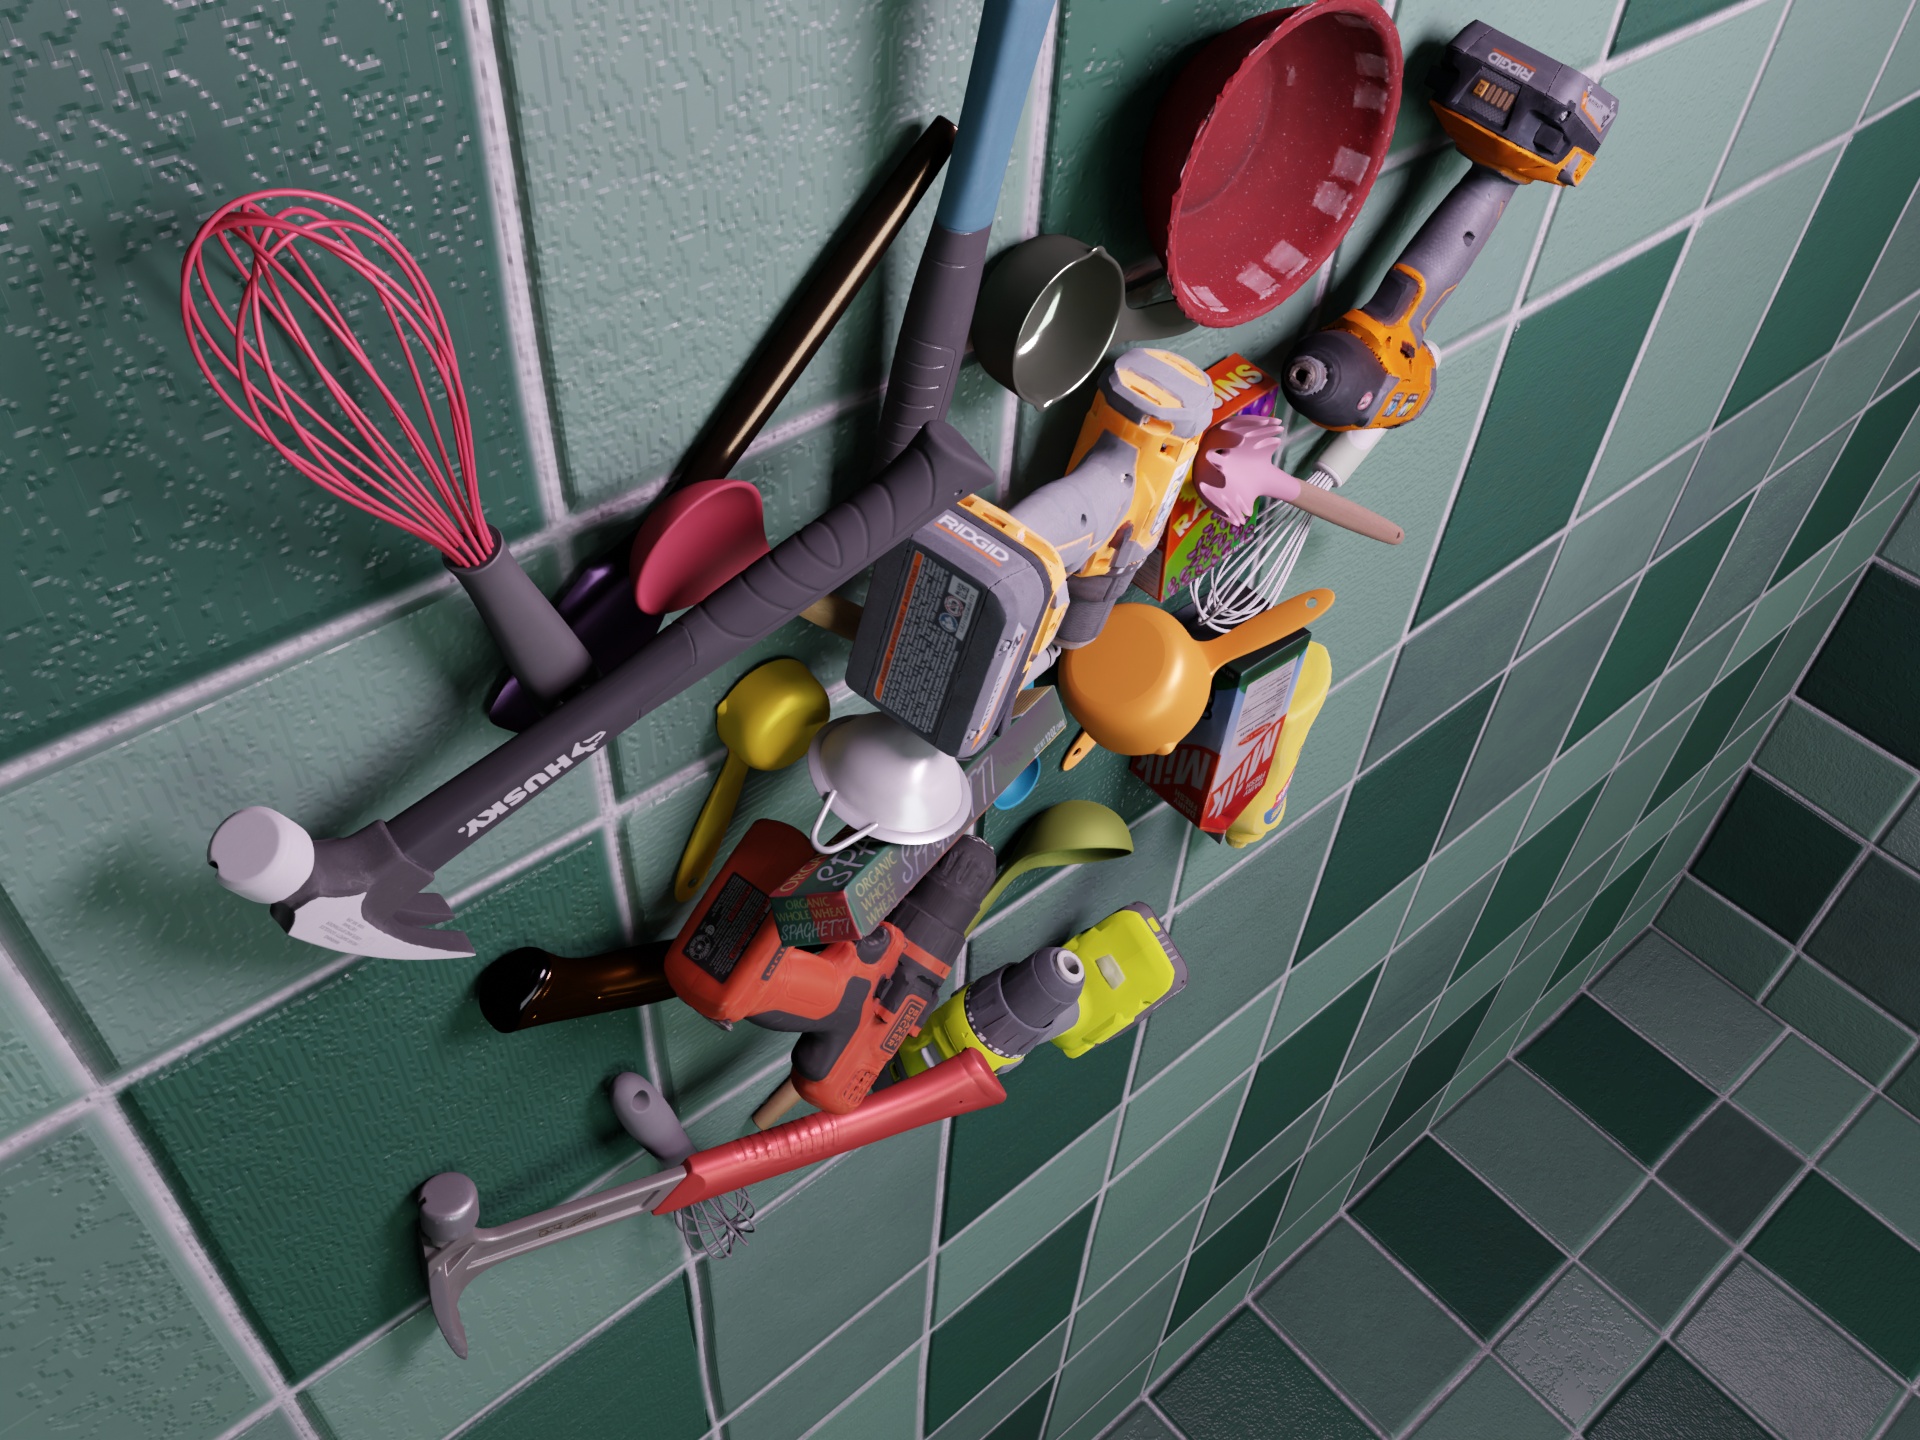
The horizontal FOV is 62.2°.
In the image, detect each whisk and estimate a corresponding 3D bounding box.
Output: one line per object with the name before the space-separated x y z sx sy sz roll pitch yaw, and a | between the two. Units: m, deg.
whisk | -0.176 0.281 1.000 0.055 0.055 0.238 -38 144 -18
whisk | 0.234 -0.155 1.038 0.246 0.058 0.059 -50 -175 -6
whisk | -0.183 -0.073 0.568 0.073 0.073 0.295 -41 153 -14

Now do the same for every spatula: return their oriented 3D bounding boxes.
spatula | -0.097 -0.118 0.672 0.316 0.018 0.059 -53 147 10

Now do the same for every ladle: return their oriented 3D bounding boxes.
ladle | -0.064 -0.054 0.762 0.069 0.031 0.315 -50 156 8
ladle | -0.013 0.170 1.076 0.320 0.062 0.078 -43 166 -4

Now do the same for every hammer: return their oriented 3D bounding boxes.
hammer | -0.139 0.275 0.960 0.359 0.037 0.149 -13 135 -24
hammer | -0.003 -0.195 0.658 0.128 0.033 0.330 -34 154 -39
hammer | -0.127 0.138 0.910 0.336 0.034 0.127 -3 126 -51
hammer | -0.125 -0.016 0.652 0.335 0.035 0.146 -36 157 -7

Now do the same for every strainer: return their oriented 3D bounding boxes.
strainer | -0.001 -0.003 0.843 0.258 0.087 0.050 -39 162 -55

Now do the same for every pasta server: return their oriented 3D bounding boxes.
pasta server | 0.216 -0.133 0.963 0.316 0.040 0.060 6 108 -55

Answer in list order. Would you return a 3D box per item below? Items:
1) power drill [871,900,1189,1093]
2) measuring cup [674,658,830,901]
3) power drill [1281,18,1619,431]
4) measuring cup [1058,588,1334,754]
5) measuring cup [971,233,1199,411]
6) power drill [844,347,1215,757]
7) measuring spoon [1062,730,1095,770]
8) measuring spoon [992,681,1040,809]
power drill | 0.063 0.200 1.135 0.228 0.080 0.190 -11 154 -51
measuring cup | -0.111 0.040 0.821 0.062 0.029 0.156 -6 129 -50
power drill | 0.264 -0.266 0.899 0.164 0.084 0.226 -18 142 -55
measuring cup | 0.139 -0.046 0.955 0.173 0.095 0.052 -26 151 15
measuring cup | 0.067 -0.201 0.777 0.167 0.038 0.083 -22 140 -48
power drill | 0.038 -0.072 0.812 0.226 0.084 0.185 -43 161 -42
measuring spoon | 0.101 -0.014 1.060 0.021 0.011 0.117 11 119 -54
measuring spoon | 0.030 -0.001 0.979 0.042 0.021 0.128 -27 134 -33
